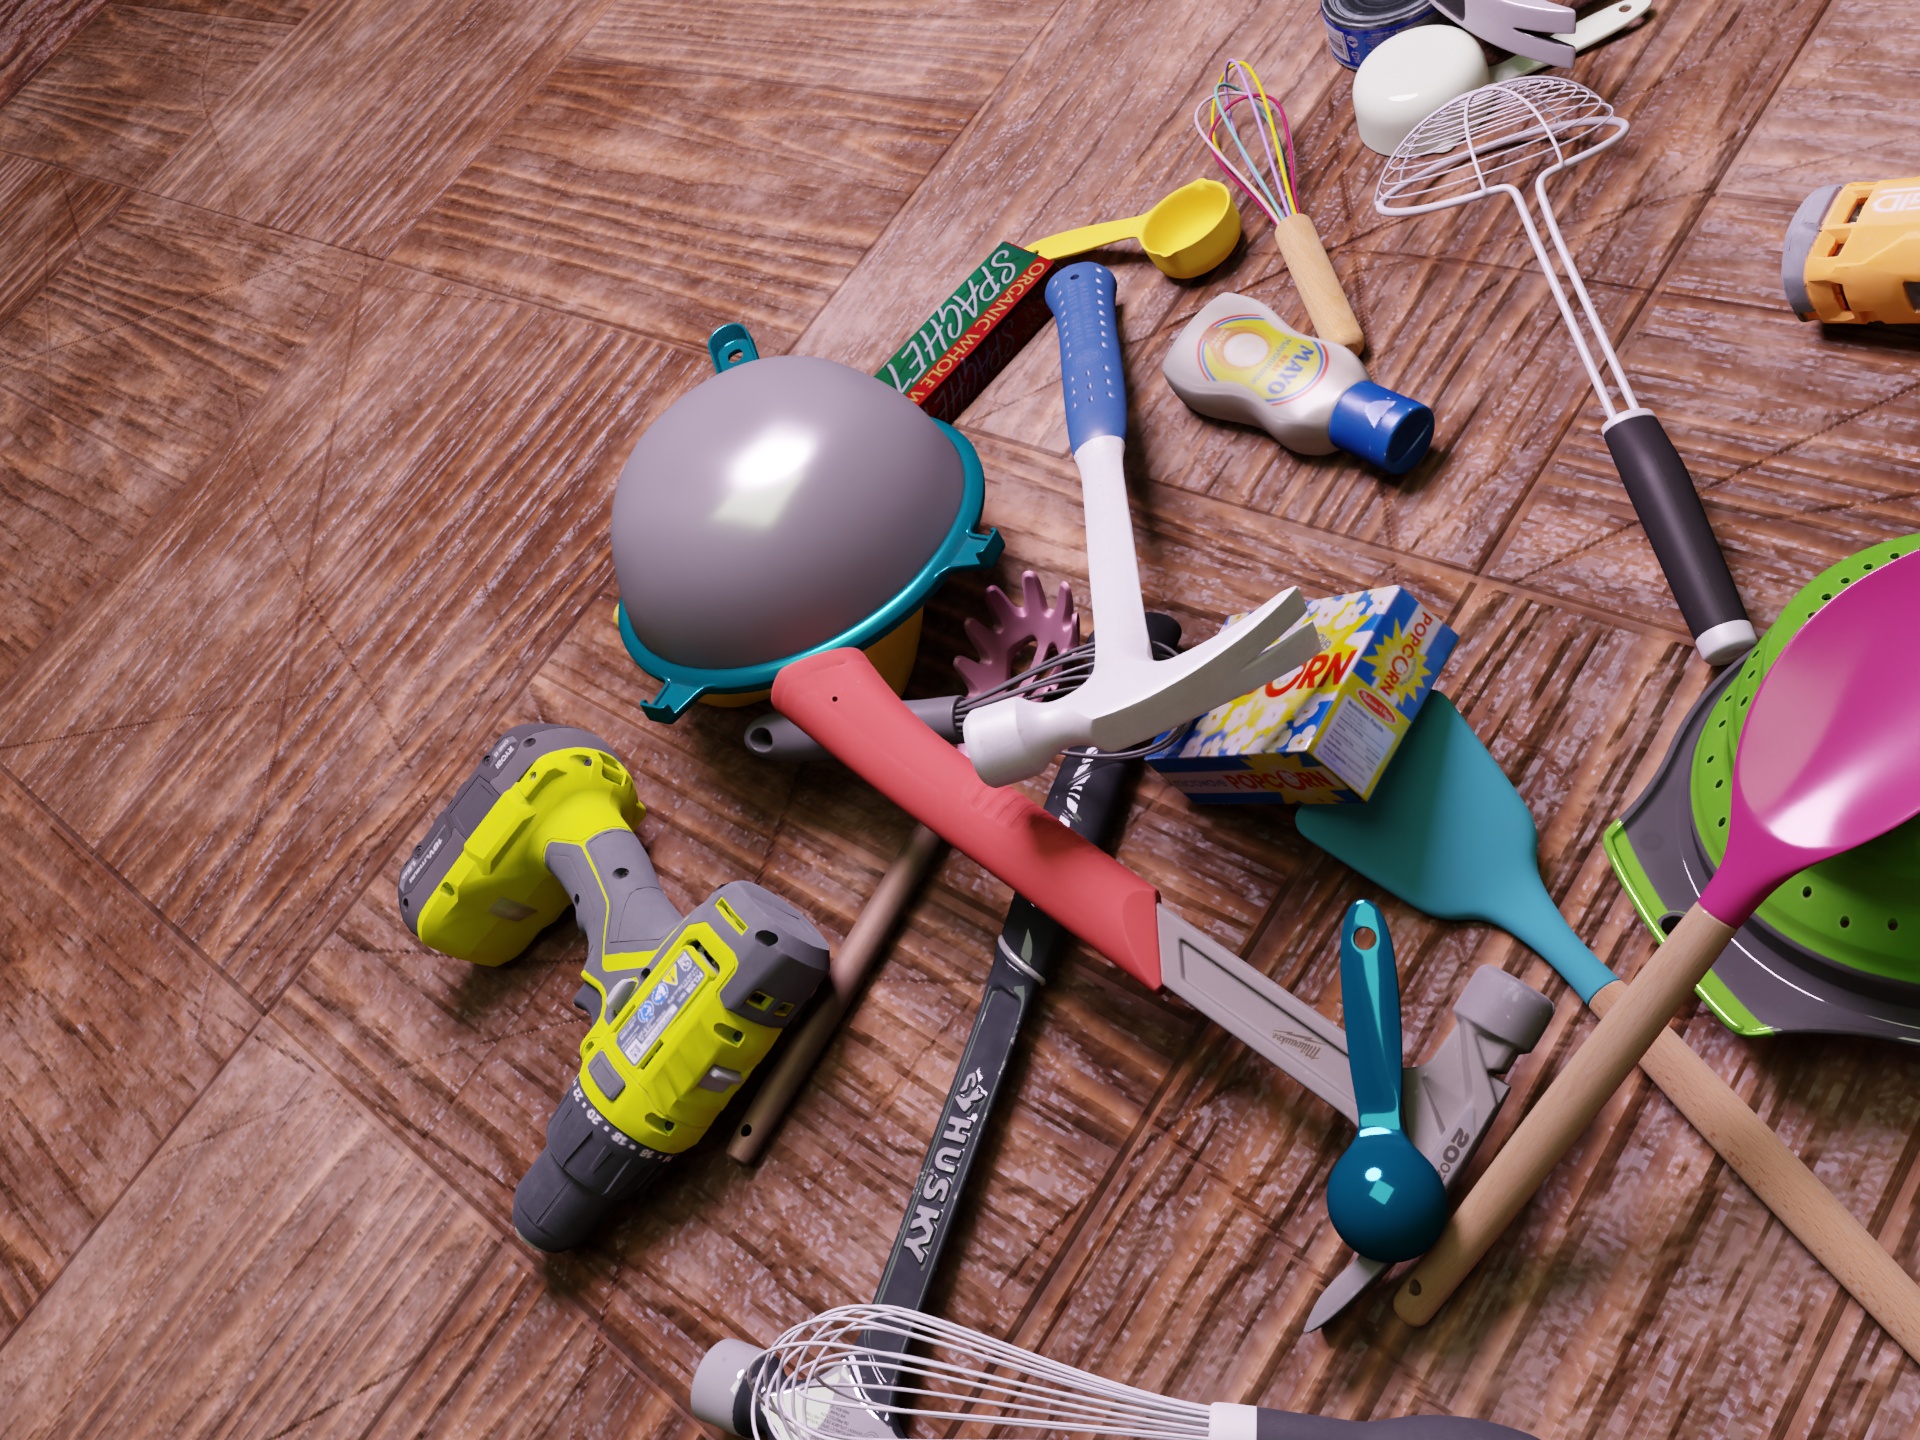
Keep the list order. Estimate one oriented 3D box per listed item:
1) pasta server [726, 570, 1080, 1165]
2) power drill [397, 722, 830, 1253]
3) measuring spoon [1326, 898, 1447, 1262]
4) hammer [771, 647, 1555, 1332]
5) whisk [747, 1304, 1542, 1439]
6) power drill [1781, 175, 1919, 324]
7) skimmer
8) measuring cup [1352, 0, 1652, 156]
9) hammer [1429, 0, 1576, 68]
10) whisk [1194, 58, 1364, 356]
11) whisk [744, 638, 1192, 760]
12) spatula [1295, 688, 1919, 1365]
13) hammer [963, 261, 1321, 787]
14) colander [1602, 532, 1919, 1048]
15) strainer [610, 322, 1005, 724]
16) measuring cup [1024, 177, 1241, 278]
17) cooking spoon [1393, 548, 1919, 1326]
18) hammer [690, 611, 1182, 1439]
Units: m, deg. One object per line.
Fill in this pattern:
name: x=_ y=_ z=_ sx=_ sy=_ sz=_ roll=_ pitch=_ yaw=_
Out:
pasta server: x=-0.027 y=0.067 z=0.765 sx=0.060 sy=0.040 sz=0.316 roll=21 pitch=71 yaw=31
power drill: x=-0.186 y=0.123 z=0.780 sx=0.190 sy=0.080 sz=0.229 roll=-52 pitch=51 yaw=3
measuring spoon: x=0.147 y=0.127 z=0.569 sx=0.042 sy=0.021 sz=0.129 roll=-7 pitch=74 yaw=22
hammer: x=0.048 y=0.079 z=0.661 sx=0.359 sy=0.036 sz=0.149 roll=34 pitch=90 yaw=28
whisk: x=0.063 y=0.248 z=0.556 sx=0.284 sy=0.070 sz=0.070 roll=2 pitch=59 yaw=10
power drill: x=0.484 y=-0.262 z=0.673 sx=0.185 sy=0.084 sz=0.226 roll=17 pitch=69 yaw=51
skimmer: x=0.300 y=-0.175 z=0.764 sx=0.127 sy=0.090 sz=0.364 roll=-17 pitch=62 yaw=13
measuring cup: x=0.301 y=-0.377 z=0.893 sx=0.167 sy=0.038 sz=0.083 roll=-22 pitch=51 yaw=16
hammer: x=0.423 y=-0.465 z=0.871 sx=0.335 sy=0.035 sz=0.146 roll=-24 pitch=53 yaw=3
whisk: x=0.182 y=-0.289 z=0.902 sx=0.047 sy=0.051 sz=0.245 roll=-35 pitch=50 yaw=30
whisk: x=-0.002 y=-0.003 z=0.749 sx=0.239 sy=0.055 sz=0.055 roll=-6 pitch=56 yaw=26
spatula: x=0.249 y=0.118 z=0.580 sx=0.082 sy=0.044 sz=0.318 roll=-46 pitch=50 yaw=12
hammer: x=0.075 y=-0.127 z=0.776 sx=0.144 sy=0.035 sz=0.406 roll=-19 pitch=37 yaw=15
colander: x=0.412 y=-0.035 z=0.531 sx=0.397 sy=0.094 sz=0.205 roll=-28 pitch=41 yaw=10
strainer: x=-0.116 y=-0.160 z=0.859 sx=0.211 sy=0.095 sz=0.341 roll=-26 pitch=43 yaw=4
measuring cup: x=0.099 y=-0.283 z=0.953 sx=0.156 sy=0.029 sz=0.062 roll=2 pitch=59 yaw=43
cooking spoon: x=0.237 y=0.085 z=0.530 sx=0.319 sy=0.017 sz=0.069 roll=-60 pitch=41 yaw=18
hammer: x=0.025 y=0.124 z=0.701 sx=0.149 sy=0.036 sz=0.409 roll=7 pitch=62 yaw=30
